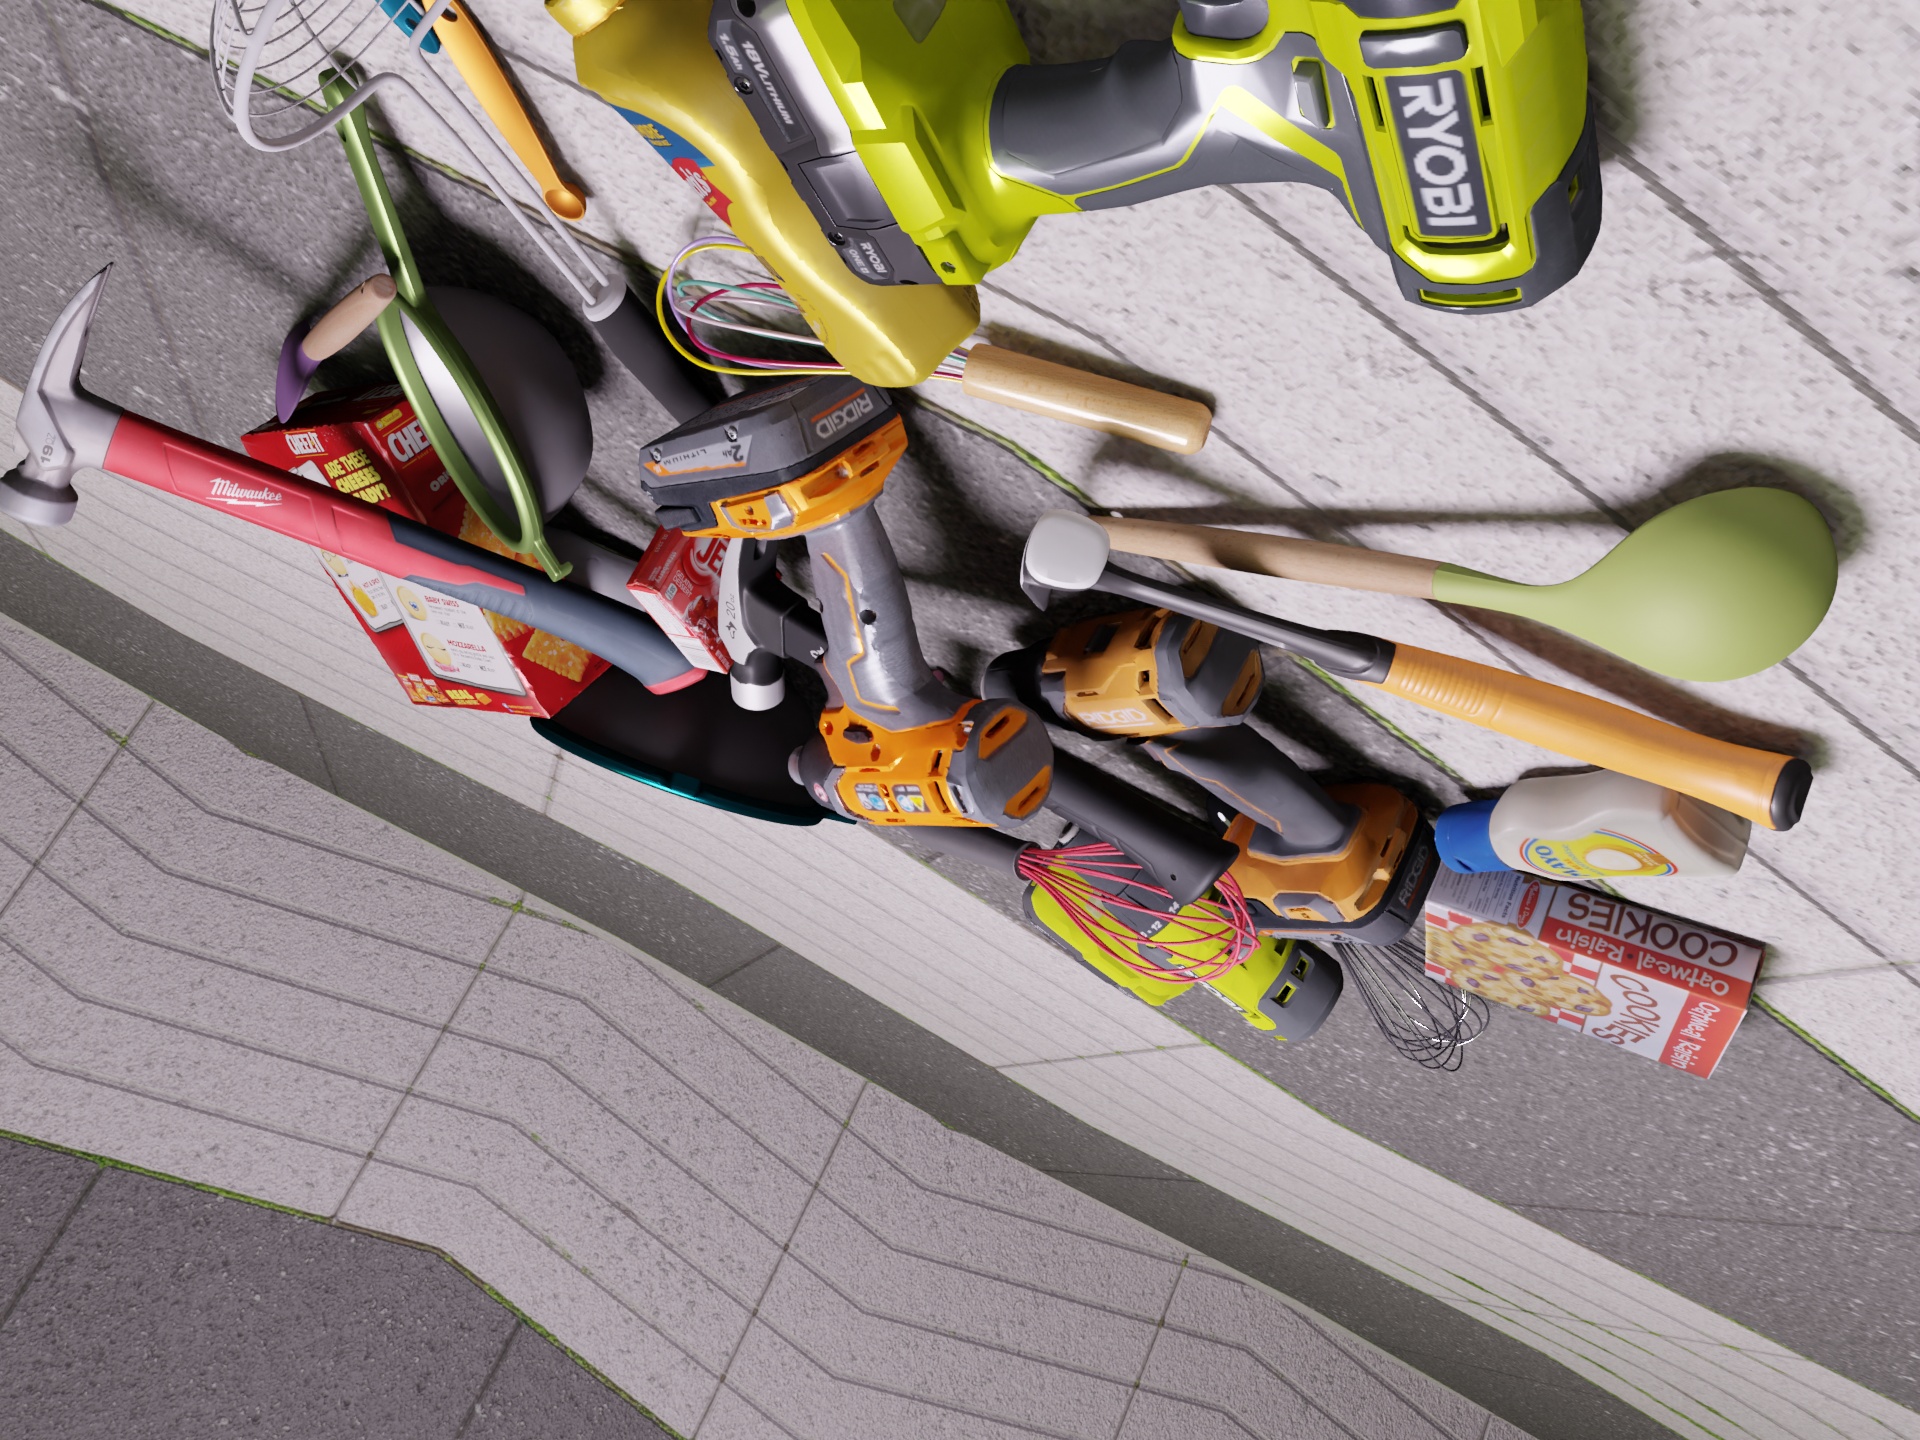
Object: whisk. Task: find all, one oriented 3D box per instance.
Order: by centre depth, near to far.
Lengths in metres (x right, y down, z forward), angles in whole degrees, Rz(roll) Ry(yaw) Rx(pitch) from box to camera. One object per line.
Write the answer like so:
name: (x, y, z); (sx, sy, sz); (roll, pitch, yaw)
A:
whisk: (-0.016, -0.147, 0.658); (0.245, 0.047, 0.051); (18, 161, 13)
whisk: (0.052, 0.085, 0.901); (0.296, 0.073, 0.073); (15, 158, 49)
whisk: (0.242, 0.130, 0.999); (0.284, 0.070, 0.070); (43, 154, -26)

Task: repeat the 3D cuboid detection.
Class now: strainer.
strainer: (-0.240, -0.203, 0.784); (0.152, 0.069, 0.256); (42, 152, 36)
strainer: (-0.229, -0.027, 1.128); (0.341, 0.095, 0.210); (23, -176, 33)

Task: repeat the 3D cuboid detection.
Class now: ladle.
ladle: (0.173, -0.069, 0.633); (0.320, 0.062, 0.078); (16, 159, 45)

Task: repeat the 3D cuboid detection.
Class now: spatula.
spatula: (-0.346, -0.204, 0.863); (0.018, 0.060, 0.316); (7, 178, -31)

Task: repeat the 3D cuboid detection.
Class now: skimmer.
skimmer: (-0.158, -0.195, 0.644); (0.090, 0.127, 0.363); (37, 174, 27)

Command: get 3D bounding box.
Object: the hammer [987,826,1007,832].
hammer: (-0.026, 0.043, 1.059); (0.128, 0.033, 0.331); (23, 171, 3)

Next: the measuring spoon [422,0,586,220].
measuring spoon: (-0.186, -0.255, 0.656); (0.021, 0.011, 0.116); (6, 149, 25)

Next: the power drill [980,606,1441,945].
power drill: (0.126, 0.027, 0.853); (0.226, 0.084, 0.185); (42, 155, -25)

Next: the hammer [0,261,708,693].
hammer: (-0.315, -0.113, 0.900); (0.386, 0.143, 0.038); (21, -162, -24)

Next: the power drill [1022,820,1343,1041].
power drill: (0.121, 0.124, 1.031); (0.190, 0.080, 0.228); (37, 168, -8)

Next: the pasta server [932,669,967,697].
pasta server: (0.086, 0.042, 1.015); (0.316, 0.040, 0.060); (24, 160, -3)

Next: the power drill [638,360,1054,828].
power drill: (-0.063, -0.048, 0.771); (0.164, 0.084, 0.226); (-4, 119, 46)

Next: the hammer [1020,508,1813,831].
hammer: (0.188, -0.019, 0.673); (0.337, 0.034, 0.127); (18, -179, 2)

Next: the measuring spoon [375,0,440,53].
measuring spoon: (-0.224, -0.299, 0.592); (0.042, 0.021, 0.128); (22, 168, 17)

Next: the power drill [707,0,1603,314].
power drill: (0.051, -0.189, 0.434); (0.223, 0.080, 0.171); (9, 154, 31)

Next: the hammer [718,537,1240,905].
hammer: (-0.001, -0.003, 0.833); (0.335, 0.035, 0.146); (30, 137, 27)
